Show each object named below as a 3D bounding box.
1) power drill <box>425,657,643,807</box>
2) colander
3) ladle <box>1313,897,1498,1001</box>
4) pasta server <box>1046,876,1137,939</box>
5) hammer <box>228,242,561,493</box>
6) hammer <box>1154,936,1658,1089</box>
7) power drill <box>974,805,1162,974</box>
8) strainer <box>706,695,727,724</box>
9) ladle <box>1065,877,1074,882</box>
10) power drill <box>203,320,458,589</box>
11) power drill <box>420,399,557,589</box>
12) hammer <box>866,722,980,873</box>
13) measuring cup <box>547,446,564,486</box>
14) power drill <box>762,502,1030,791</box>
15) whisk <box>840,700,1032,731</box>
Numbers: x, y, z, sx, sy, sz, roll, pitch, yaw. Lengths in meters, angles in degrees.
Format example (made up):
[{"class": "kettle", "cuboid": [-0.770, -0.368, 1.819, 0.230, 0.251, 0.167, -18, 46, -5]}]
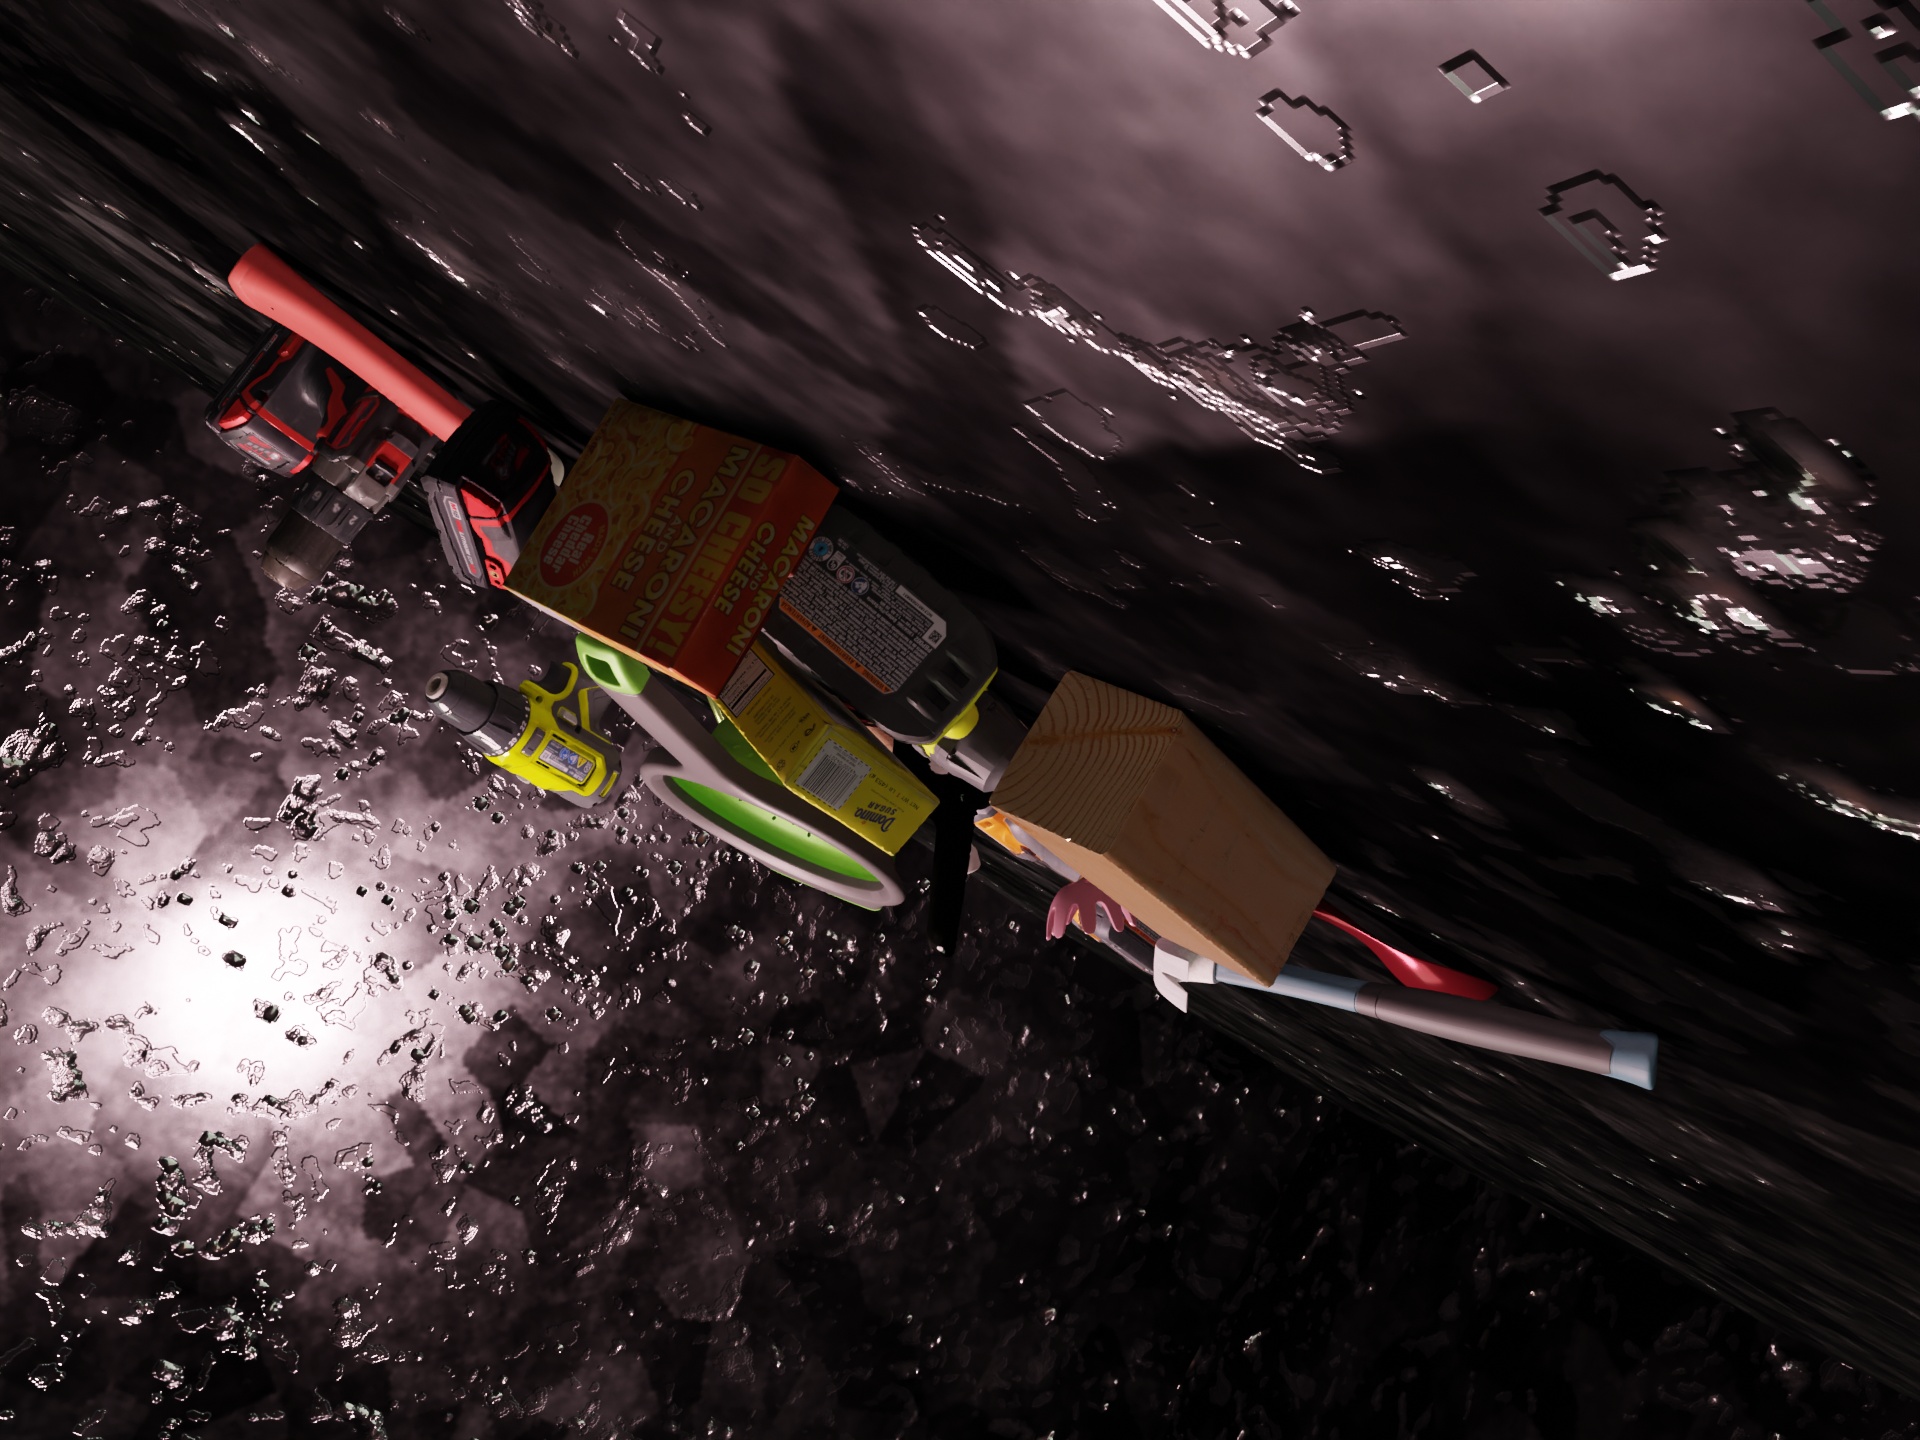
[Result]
[{"class": "power drill", "cuboid": [-0.328, -0.057, 1.349, 0.080, 0.228, 0.190, 24, 170, 42]}, {"class": "colander", "cuboid": [-0.134, 0.010, 1.045, 0.204, 0.094, 0.396, 19, 162, 23]}, {"class": "ladle", "cuboid": [0.216, 0.109, 1.076, 0.315, 0.031, 0.069, 32, 171, 7]}, {"class": "pasta server", "cuboid": [0.143, 0.134, 1.181, 0.060, 0.040, 0.316, -11, 171, 26]}, {"class": "hammer", "cuboid": [-0.336, -0.200, 1.097, 0.359, 0.037, 0.149, 39, 146, -16]}, {"class": "hammer", "cuboid": [0.268, 0.176, 0.998, 0.331, 0.033, 0.128, 7, -171, 39]}, {"class": "power drill", "cuboid": [0.108, 0.128, 1.380, 0.226, 0.084, 0.185, 36, 178, 44]}, {"class": "strainer", "cuboid": [-0.178, -0.001, 1.439, 0.151, 0.069, 0.257, 68, -179, -53]}, {"class": "ladle", "cuboid": [0.032, 0.110, 1.565, 0.320, 0.062, 0.078, 33, -161, 29]}, {"class": "power drill", "cuboid": [-0.492, -0.206, 1.210, 0.227, 0.188, 0.080, 30, 173, 42]}, {"class": "power drill", "cuboid": [-0.225, -0.119, 1.024, 0.220, 0.079, 0.143, 20, 147, 10]}, {"class": "hammer", "cuboid": [-0.047, 0.038, 1.443, 0.331, 0.031, 0.130, -144, 39, -74]}, {"class": "measuring cup", "cuboid": [-0.296, -0.179, 1.181, 0.168, 0.038, 0.083, 24, 169, 20]}, {"class": "power drill", "cuboid": [-0.027, -0.027, 0.900, 0.171, 0.080, 0.223, 40, 177, 15]}, {"class": "whisk", "cuboid": [-0.002, -0.004, 1.099, 0.296, 0.073, 0.073, 22, 170, 18]}]
